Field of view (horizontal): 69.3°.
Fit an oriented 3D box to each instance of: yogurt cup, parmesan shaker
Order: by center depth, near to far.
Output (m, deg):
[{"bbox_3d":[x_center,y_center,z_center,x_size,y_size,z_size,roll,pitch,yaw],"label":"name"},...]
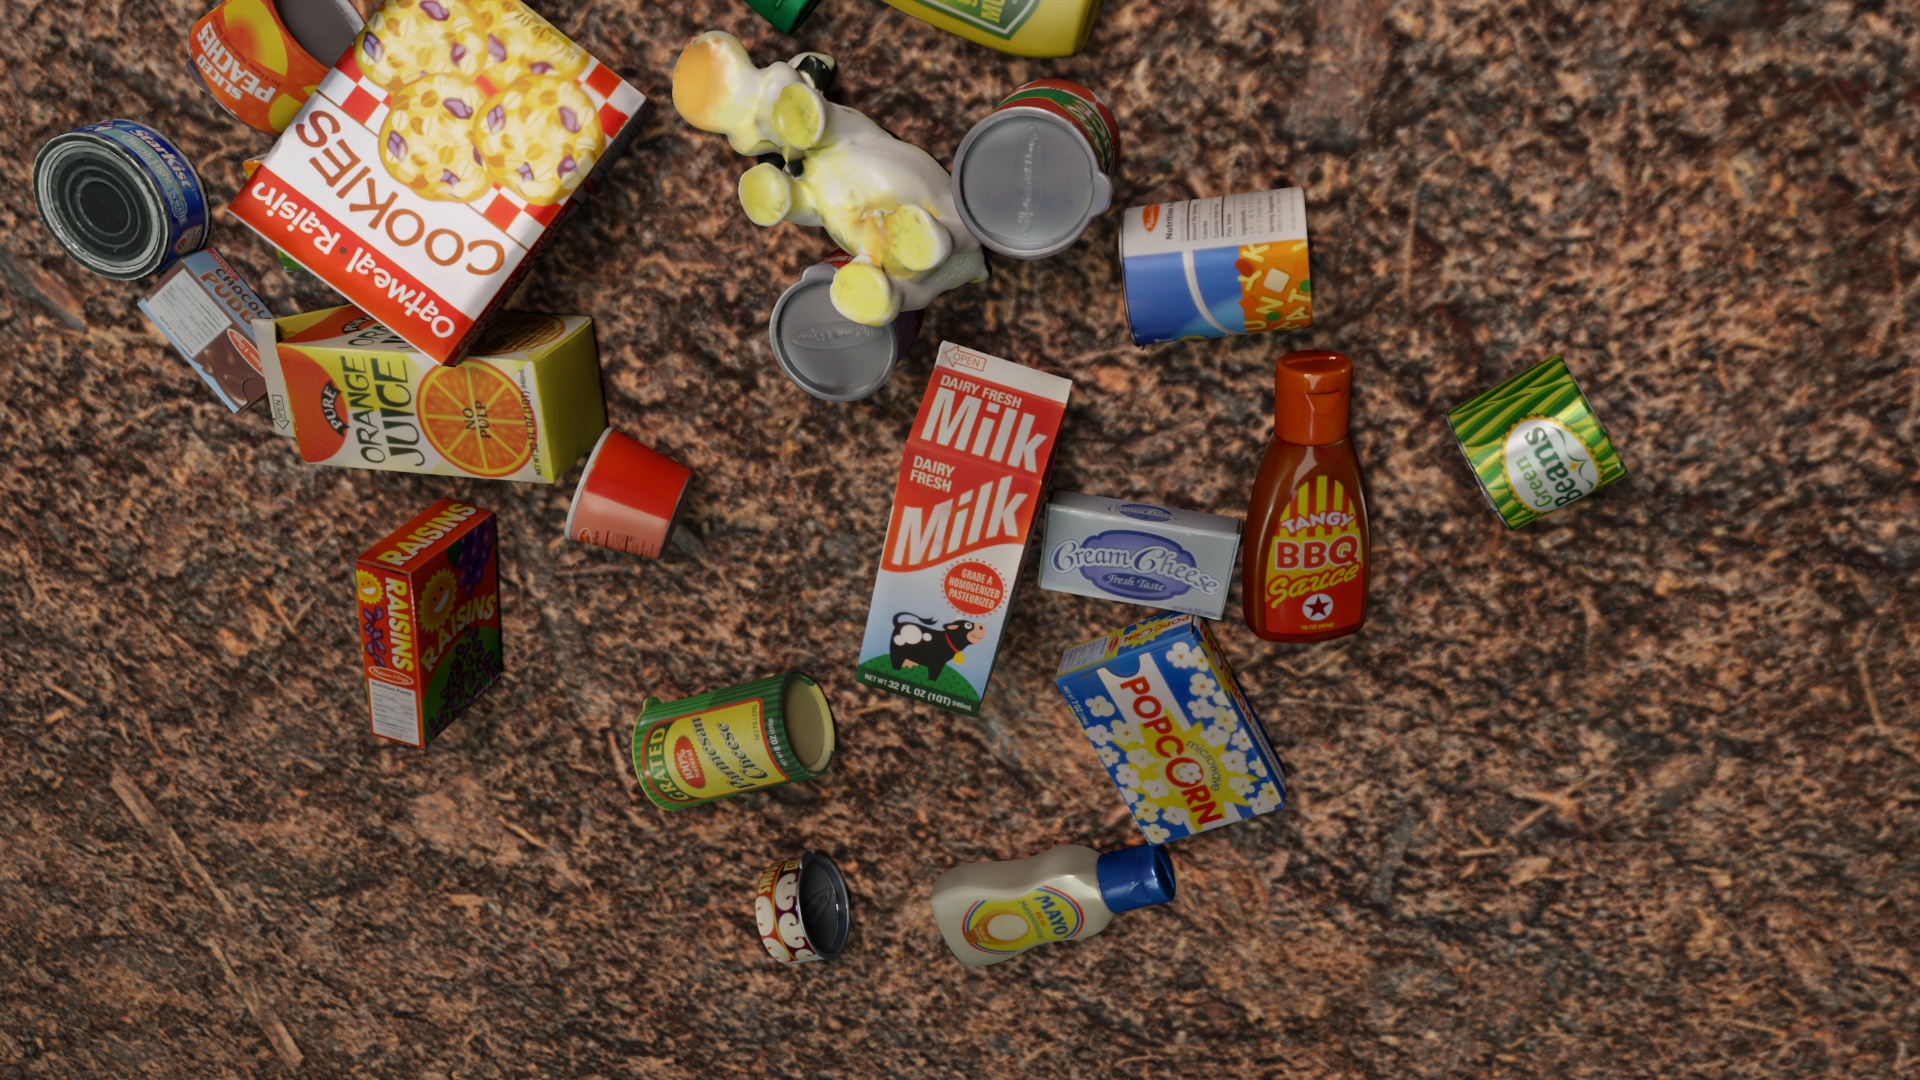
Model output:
[{"bbox_3d":[-0.184,-0.023,0.781,0.054,0.073,0.072,21,120,-7],"label":"yogurt cup"},{"bbox_3d":[-0.137,0.118,0.840,0.103,0.072,0.071,-16,112,20],"label":"parmesan shaker"}]

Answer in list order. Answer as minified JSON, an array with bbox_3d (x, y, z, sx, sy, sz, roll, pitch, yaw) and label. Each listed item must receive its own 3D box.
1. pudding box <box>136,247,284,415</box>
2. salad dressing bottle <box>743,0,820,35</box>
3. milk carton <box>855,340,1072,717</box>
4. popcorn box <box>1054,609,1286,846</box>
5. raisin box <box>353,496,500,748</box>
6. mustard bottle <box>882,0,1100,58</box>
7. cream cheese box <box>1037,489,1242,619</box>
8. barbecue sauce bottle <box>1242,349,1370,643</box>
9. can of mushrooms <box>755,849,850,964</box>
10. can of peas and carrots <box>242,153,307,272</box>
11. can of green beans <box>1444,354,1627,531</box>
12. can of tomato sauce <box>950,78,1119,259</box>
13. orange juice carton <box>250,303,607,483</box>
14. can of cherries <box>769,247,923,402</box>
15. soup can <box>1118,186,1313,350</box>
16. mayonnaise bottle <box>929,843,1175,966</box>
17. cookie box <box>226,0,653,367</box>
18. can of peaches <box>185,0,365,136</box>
[{"bbox_3d":[-0.427,-0.121,0.806,0.049,0.030,0.083,-30,106,24],"label":"pudding box"},{"bbox_3d":[-0.127,-0.295,0.639,0.147,0.044,0.064,39,119,-9],"label":"salad dressing bottle"},{"bbox_3d":[0.003,-0.009,0.737,0.072,0.074,0.189,17,119,4],"label":"milk carton"},{"bbox_3d":[0.121,0.106,0.788,0.085,0.038,0.126,-22,110,24],"label":"popcorn box"},{"bbox_3d":[-0.317,0.048,0.834,0.040,0.086,0.122,14,119,11],"label":"raisin box"},{"bbox_3d":[-0.015,-0.265,0.624,0.160,0.049,0.065,18,118,4],"label":"mustard bottle"},{"bbox_3d":[0.096,0.007,0.751,0.104,0.024,0.053,10,118,8],"label":"cream cheese box"},{"bbox_3d":[0.177,-0.021,0.706,0.065,0.044,0.147,-5,116,-2],"label":"barbecue sauce bottle"},{"bbox_3d":[-0.101,0.235,0.891,0.033,0.071,0.071,-16,112,22],"label":"can of mushrooms"},{"bbox_3d":[-0.332,-0.179,0.733,0.071,0.071,0.058,-5,115,16],"label":"can of peas and carrots"},{"bbox_3d":[0.273,-0.046,0.658,0.057,0.071,0.071,-30,107,25],"label":"can of green beans"},{"bbox_3d":[0.038,-0.173,0.639,0.071,0.083,0.070,5,118,10],"label":"can of tomato sauce"},{"bbox_3d":[-0.302,-0.085,0.770,0.193,0.073,0.071,5,118,11],"label":"orange juice carton"},{"bbox_3d":[-0.056,-0.114,0.706,0.071,0.059,0.071,6,118,11],"label":"can of cherries"},{"bbox_3d":[0.121,-0.126,0.654,0.084,0.072,0.071,-4,116,15],"label":"soup can"},{"bbox_3d":[0.058,0.220,0.859,0.148,0.041,0.064,-19,109,22],"label":"mayonnaise bottle"},{"bbox_3d":[-0.253,-0.187,0.685,0.123,0.040,0.167,37,90,-9],"label":"cookie box"},{"bbox_3d":[-0.341,-0.246,0.698,0.058,0.071,0.071,-23,109,22],"label":"can of peaches"}]
